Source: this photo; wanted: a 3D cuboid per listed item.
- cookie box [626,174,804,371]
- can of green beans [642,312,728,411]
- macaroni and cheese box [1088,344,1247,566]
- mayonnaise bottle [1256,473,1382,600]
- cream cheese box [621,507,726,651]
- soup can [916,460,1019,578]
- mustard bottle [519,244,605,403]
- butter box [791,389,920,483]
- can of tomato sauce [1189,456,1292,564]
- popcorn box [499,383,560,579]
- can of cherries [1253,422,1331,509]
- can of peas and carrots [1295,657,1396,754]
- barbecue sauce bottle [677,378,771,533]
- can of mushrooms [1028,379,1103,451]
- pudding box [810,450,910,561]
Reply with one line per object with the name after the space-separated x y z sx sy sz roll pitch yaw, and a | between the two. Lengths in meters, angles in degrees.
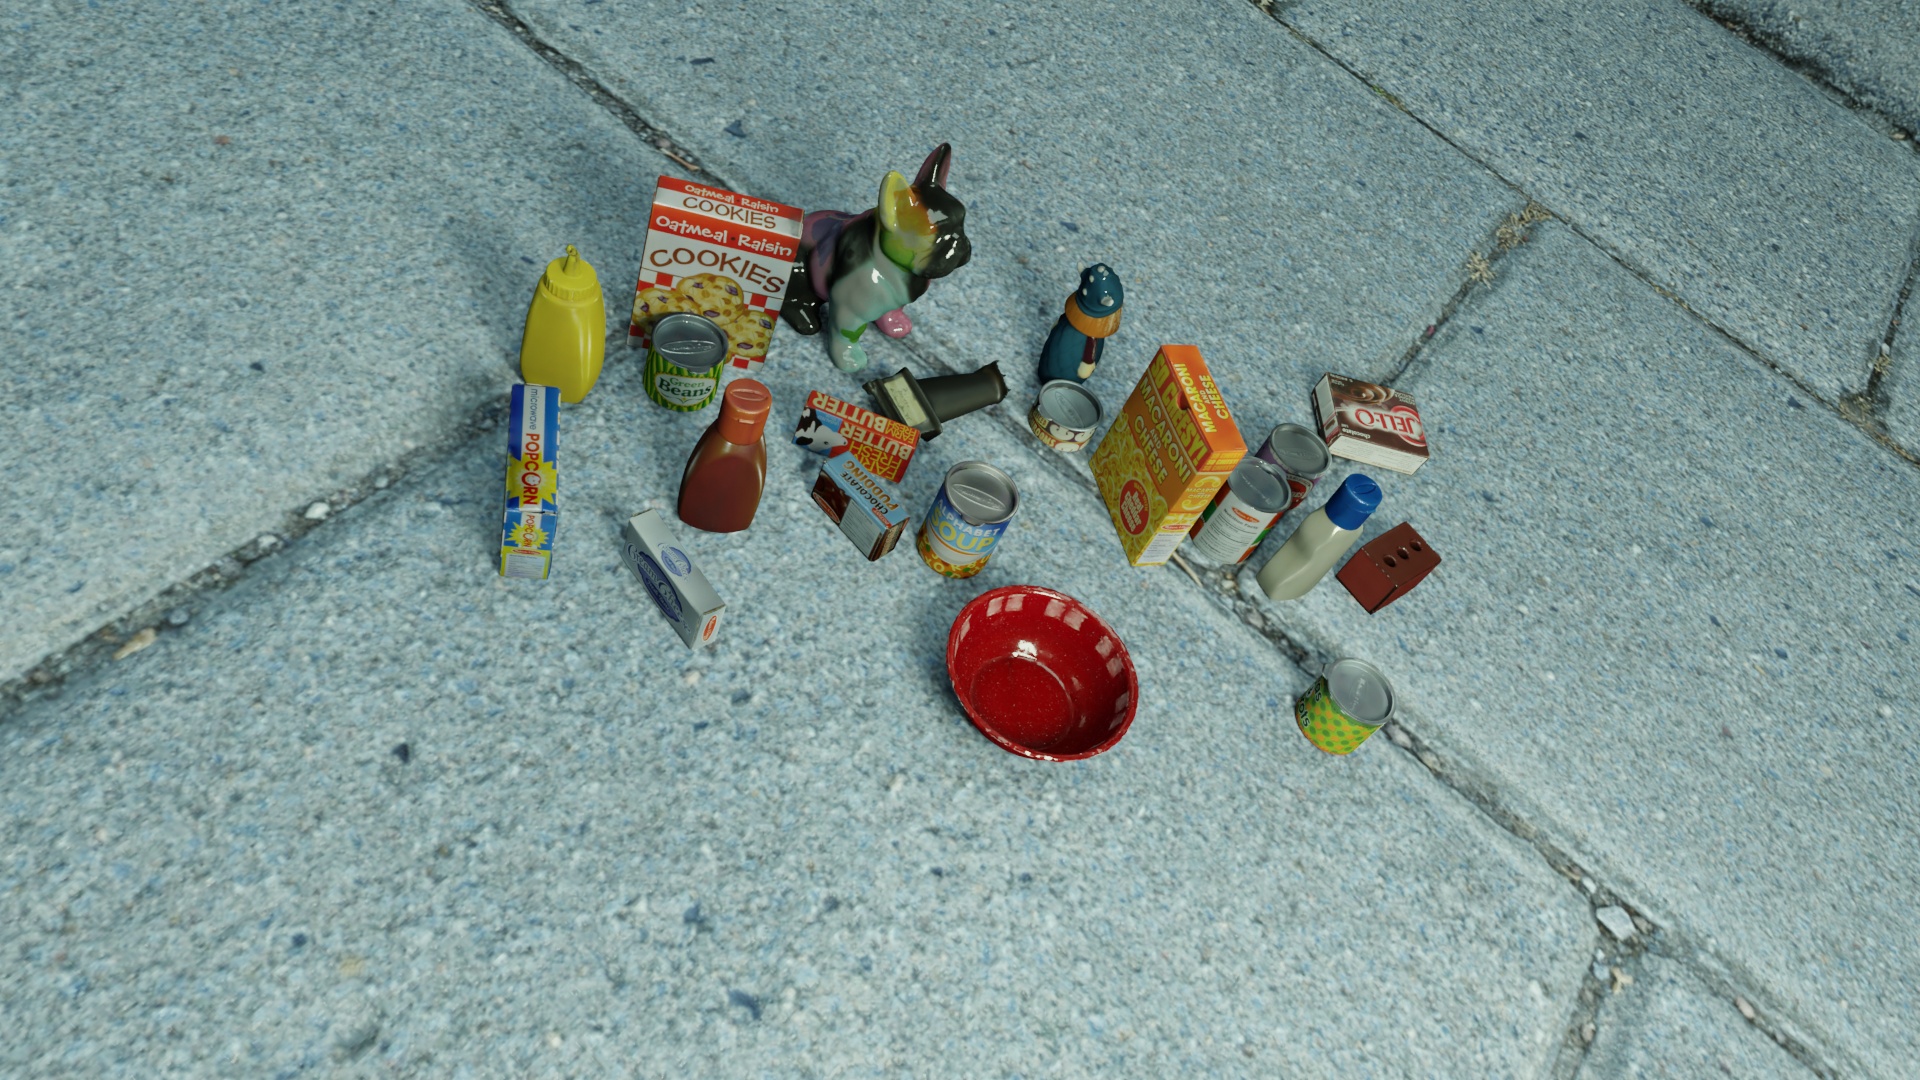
-0.214 -0.227 1.198 0.123 0.166 0.040 11 51 -15 | cookie box
-0.239 -0.154 1.203 0.071 0.057 0.071 11 50 -14 | can of green beans
0.180 -0.074 1.240 0.040 0.165 0.124 -3 55 -24 | macaroni and cheese box
0.327 -0.002 1.256 0.065 0.147 0.041 -14 60 -30 | mayonnaise bottle
-0.222 0.030 1.067 0.024 0.053 0.104 -26 67 -36 | cream cheese box
0.004 -0.015 1.175 0.071 0.083 0.072 11 50 -14 | soup can
-0.318 -0.180 1.123 0.065 0.159 0.049 21 49 -6 | mustard bottle
-0.091 -0.090 1.216 0.103 0.052 0.024 21 49 -6 | butter box
0.260 -0.028 1.292 0.071 0.082 0.071 11 50 -14 | can of tomato sauce
-0.329 -0.046 1.062 0.038 0.084 0.127 4 52 -20 | popcorn box
0.322 -0.071 1.367 0.071 0.058 0.072 11 50 -14 | can of cherries
0.330 0.143 1.202 0.071 0.058 0.071 11 50 -14 | can of peas and carrots
-0.181 -0.065 1.096 0.065 0.147 0.044 8 51 -17 | barbecue sauce bottle
0.099 -0.119 1.331 0.071 0.033 0.071 11 50 -14 | can of mushrooms
-0.085 -0.029 1.173 0.030 0.049 0.084 -31 70 -37 | pudding box
